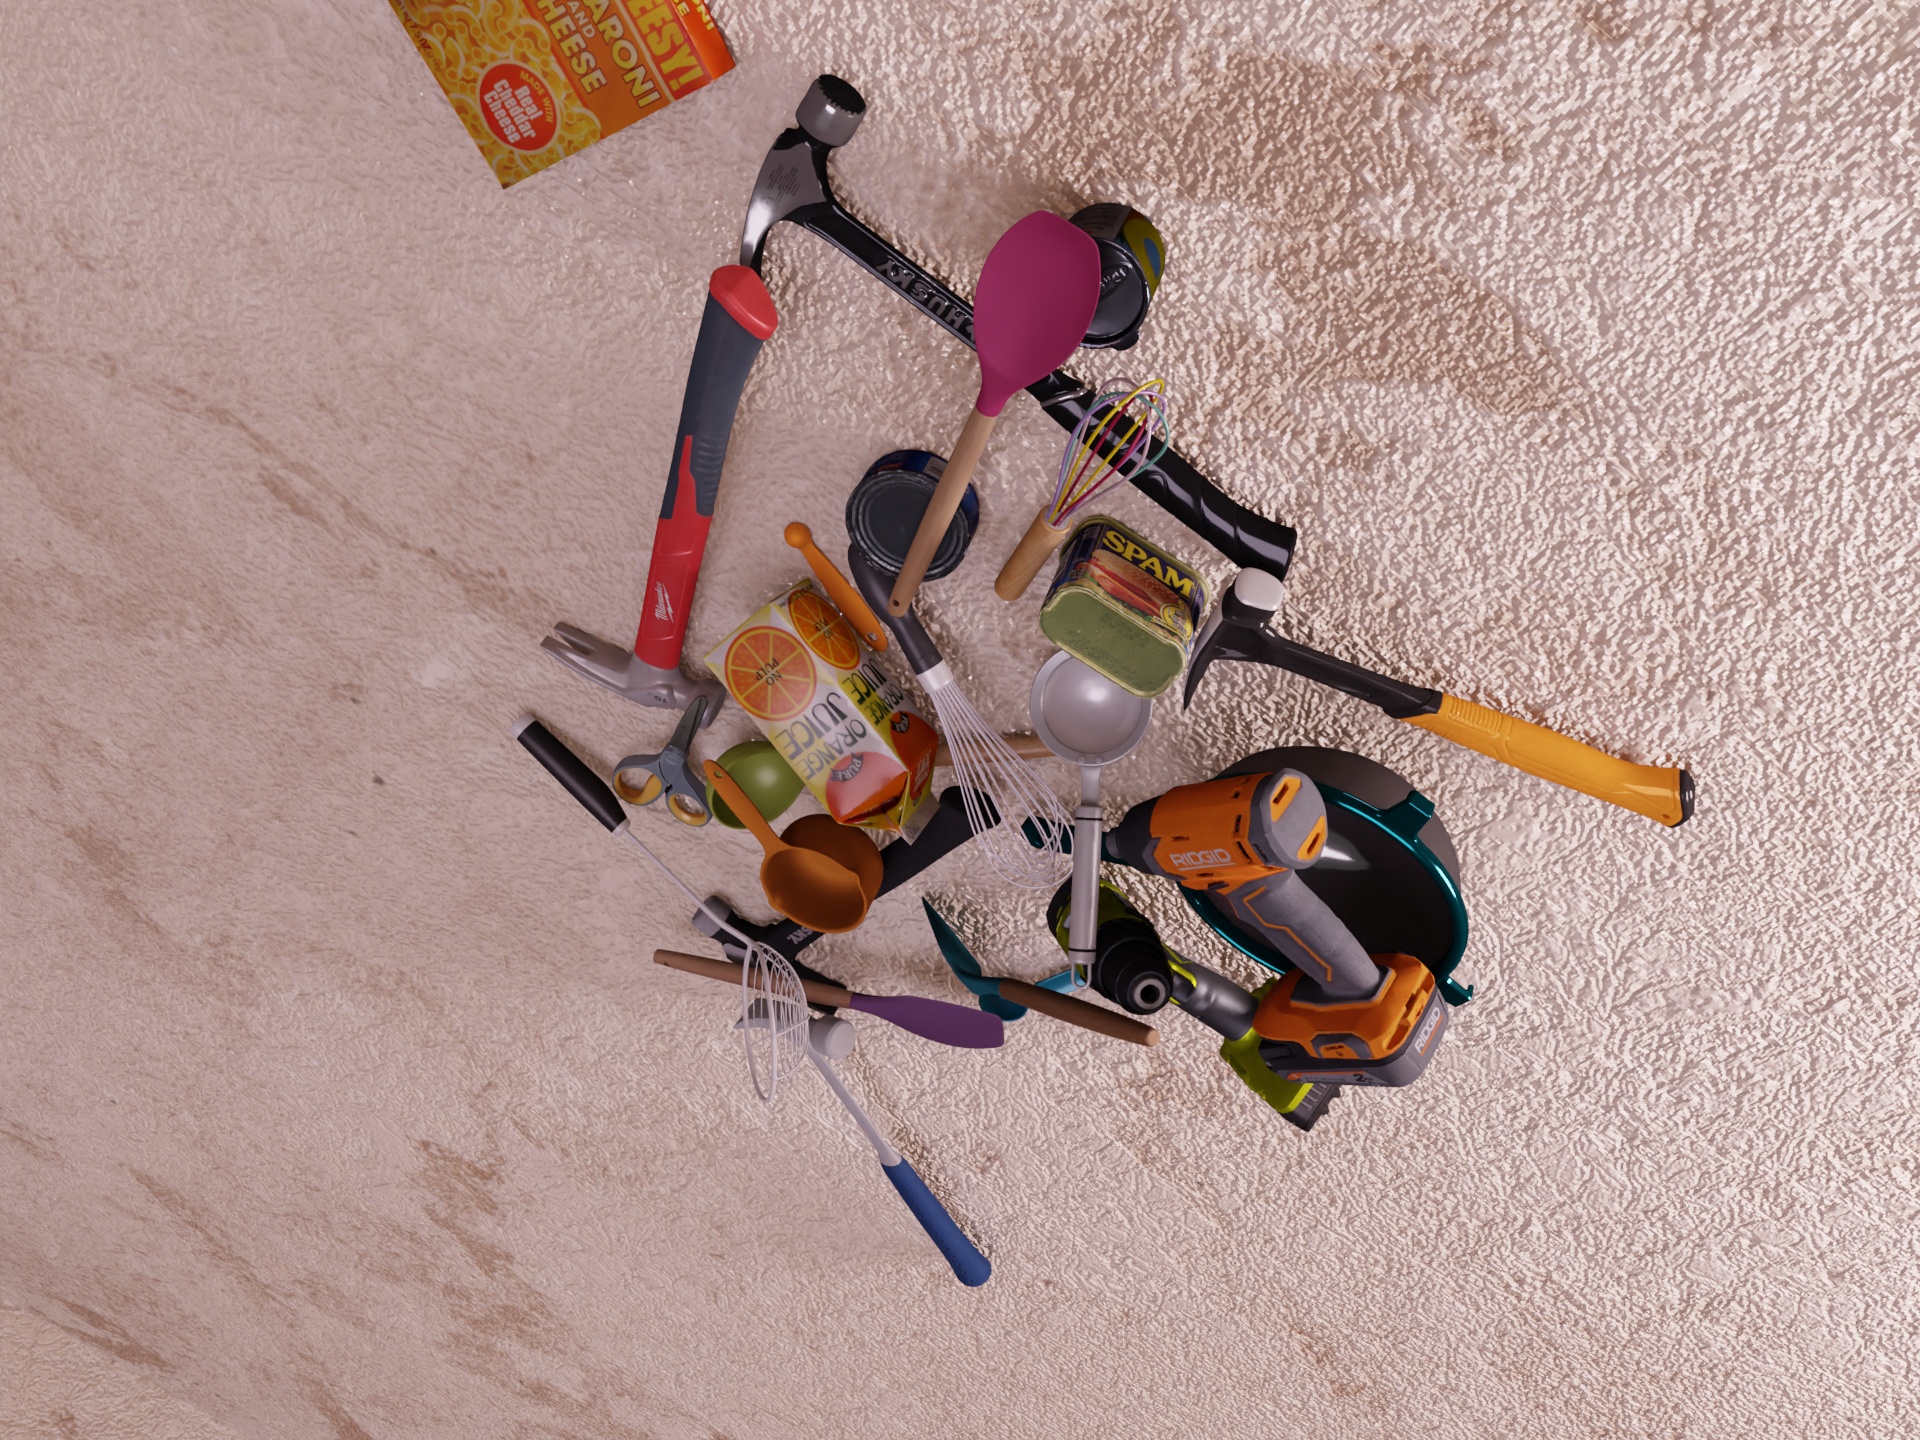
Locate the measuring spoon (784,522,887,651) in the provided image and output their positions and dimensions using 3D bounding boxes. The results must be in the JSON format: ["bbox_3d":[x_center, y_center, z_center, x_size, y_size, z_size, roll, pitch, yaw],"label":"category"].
[{"bbox_3d":[-0.088,-0.092,1.129,0.021,0.011,0.116,-21,117,32],"label":"measuring spoon"}]

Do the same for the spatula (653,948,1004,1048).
[{"bbox_3d":[-0.114,0.232,1.340,0.316,0.018,0.059,10,135,15],"label":"spatula"}]

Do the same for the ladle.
[{"bbox_3d":[-0.043,0.038,1.189,0.320,0.062,0.078,-5,141,20],"label":"ladle"}]

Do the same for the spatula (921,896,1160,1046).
[{"bbox_3d":[0.054,0.192,1.171,0.082,0.044,0.318,53,158,-21],"label":"spatula"}]

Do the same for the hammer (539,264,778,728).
[{"bbox_3d":[-0.201,-0.148,1.085,0.143,0.038,0.386,25,137,1],"label":"hammer"}]

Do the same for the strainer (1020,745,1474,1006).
[{"bbox_3d":[0.202,0.079,1.122,0.340,0.095,0.210,8,137,37],"label":"strainer"}]

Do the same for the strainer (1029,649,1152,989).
[{"bbox_3d":[0.088,0.056,1.100,0.087,0.050,0.258,2,87,18],"label":"strainer"}]

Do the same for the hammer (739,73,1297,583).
[{"bbox_3d":[0.043,-0.207,0.977,0.408,0.036,0.149,36,131,-10],"label":"hammer"}]

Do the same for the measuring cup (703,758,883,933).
[{"bbox_3d":[-0.126,0.081,1.194,0.095,0.052,0.173,-23,113,37],"label":"measuring cup"}]

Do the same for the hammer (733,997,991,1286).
[{"bbox_3d":[-0.074,0.398,1.479,0.144,0.035,0.405,8,137,43],"label":"hammer"}]

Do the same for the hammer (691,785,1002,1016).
[{"bbox_3d":[-0.078,0.140,1.280,0.146,0.035,0.334,41,133,-14],"label":"hammer"}]

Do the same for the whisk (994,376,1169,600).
[{"bbox_3d":[0.070,-0.136,0.980,0.051,0.047,0.245,27,152,-5],"label":"whisk"}]

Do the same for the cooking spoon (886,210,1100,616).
[{"bbox_3d":[0.007,-0.170,0.965,0.069,0.017,0.318,33,137,4],"label":"cooking spoon"}]

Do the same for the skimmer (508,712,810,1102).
[{"bbox_3d":[-0.252,0.149,1.286,0.363,0.090,0.127,46,158,-2],"label":"skimmer"}]

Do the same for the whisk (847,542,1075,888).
[{"bbox_3d":[-0.001,-0.004,1.118,0.070,0.070,0.284,-24,102,33],"label":"whisk"}]

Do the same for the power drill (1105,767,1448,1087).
[{"bbox_3d":[0.199,0.133,1.037,0.164,0.084,0.226,-13,119,51],"label":"power drill"}]

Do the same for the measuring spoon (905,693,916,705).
[{"bbox_3d":[-0.091,-0.005,1.195,0.124,0.018,0.034,-7,124,23],"label":"measuring spoon"}]

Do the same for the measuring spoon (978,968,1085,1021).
[{"bbox_3d":[0.074,0.215,1.317,0.128,0.021,0.042,-23,116,22],"label":"measuring spoon"}]

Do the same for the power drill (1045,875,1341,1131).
[{"bbox_3d":[0.177,0.206,1.166,0.228,0.191,0.080,32,94,-14],"label":"power drill"}]

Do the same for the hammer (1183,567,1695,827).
[{"bbox_3d":[0.314,0.002,1.036,0.337,0.034,0.127,20,147,-1],"label":"hammer"}]
